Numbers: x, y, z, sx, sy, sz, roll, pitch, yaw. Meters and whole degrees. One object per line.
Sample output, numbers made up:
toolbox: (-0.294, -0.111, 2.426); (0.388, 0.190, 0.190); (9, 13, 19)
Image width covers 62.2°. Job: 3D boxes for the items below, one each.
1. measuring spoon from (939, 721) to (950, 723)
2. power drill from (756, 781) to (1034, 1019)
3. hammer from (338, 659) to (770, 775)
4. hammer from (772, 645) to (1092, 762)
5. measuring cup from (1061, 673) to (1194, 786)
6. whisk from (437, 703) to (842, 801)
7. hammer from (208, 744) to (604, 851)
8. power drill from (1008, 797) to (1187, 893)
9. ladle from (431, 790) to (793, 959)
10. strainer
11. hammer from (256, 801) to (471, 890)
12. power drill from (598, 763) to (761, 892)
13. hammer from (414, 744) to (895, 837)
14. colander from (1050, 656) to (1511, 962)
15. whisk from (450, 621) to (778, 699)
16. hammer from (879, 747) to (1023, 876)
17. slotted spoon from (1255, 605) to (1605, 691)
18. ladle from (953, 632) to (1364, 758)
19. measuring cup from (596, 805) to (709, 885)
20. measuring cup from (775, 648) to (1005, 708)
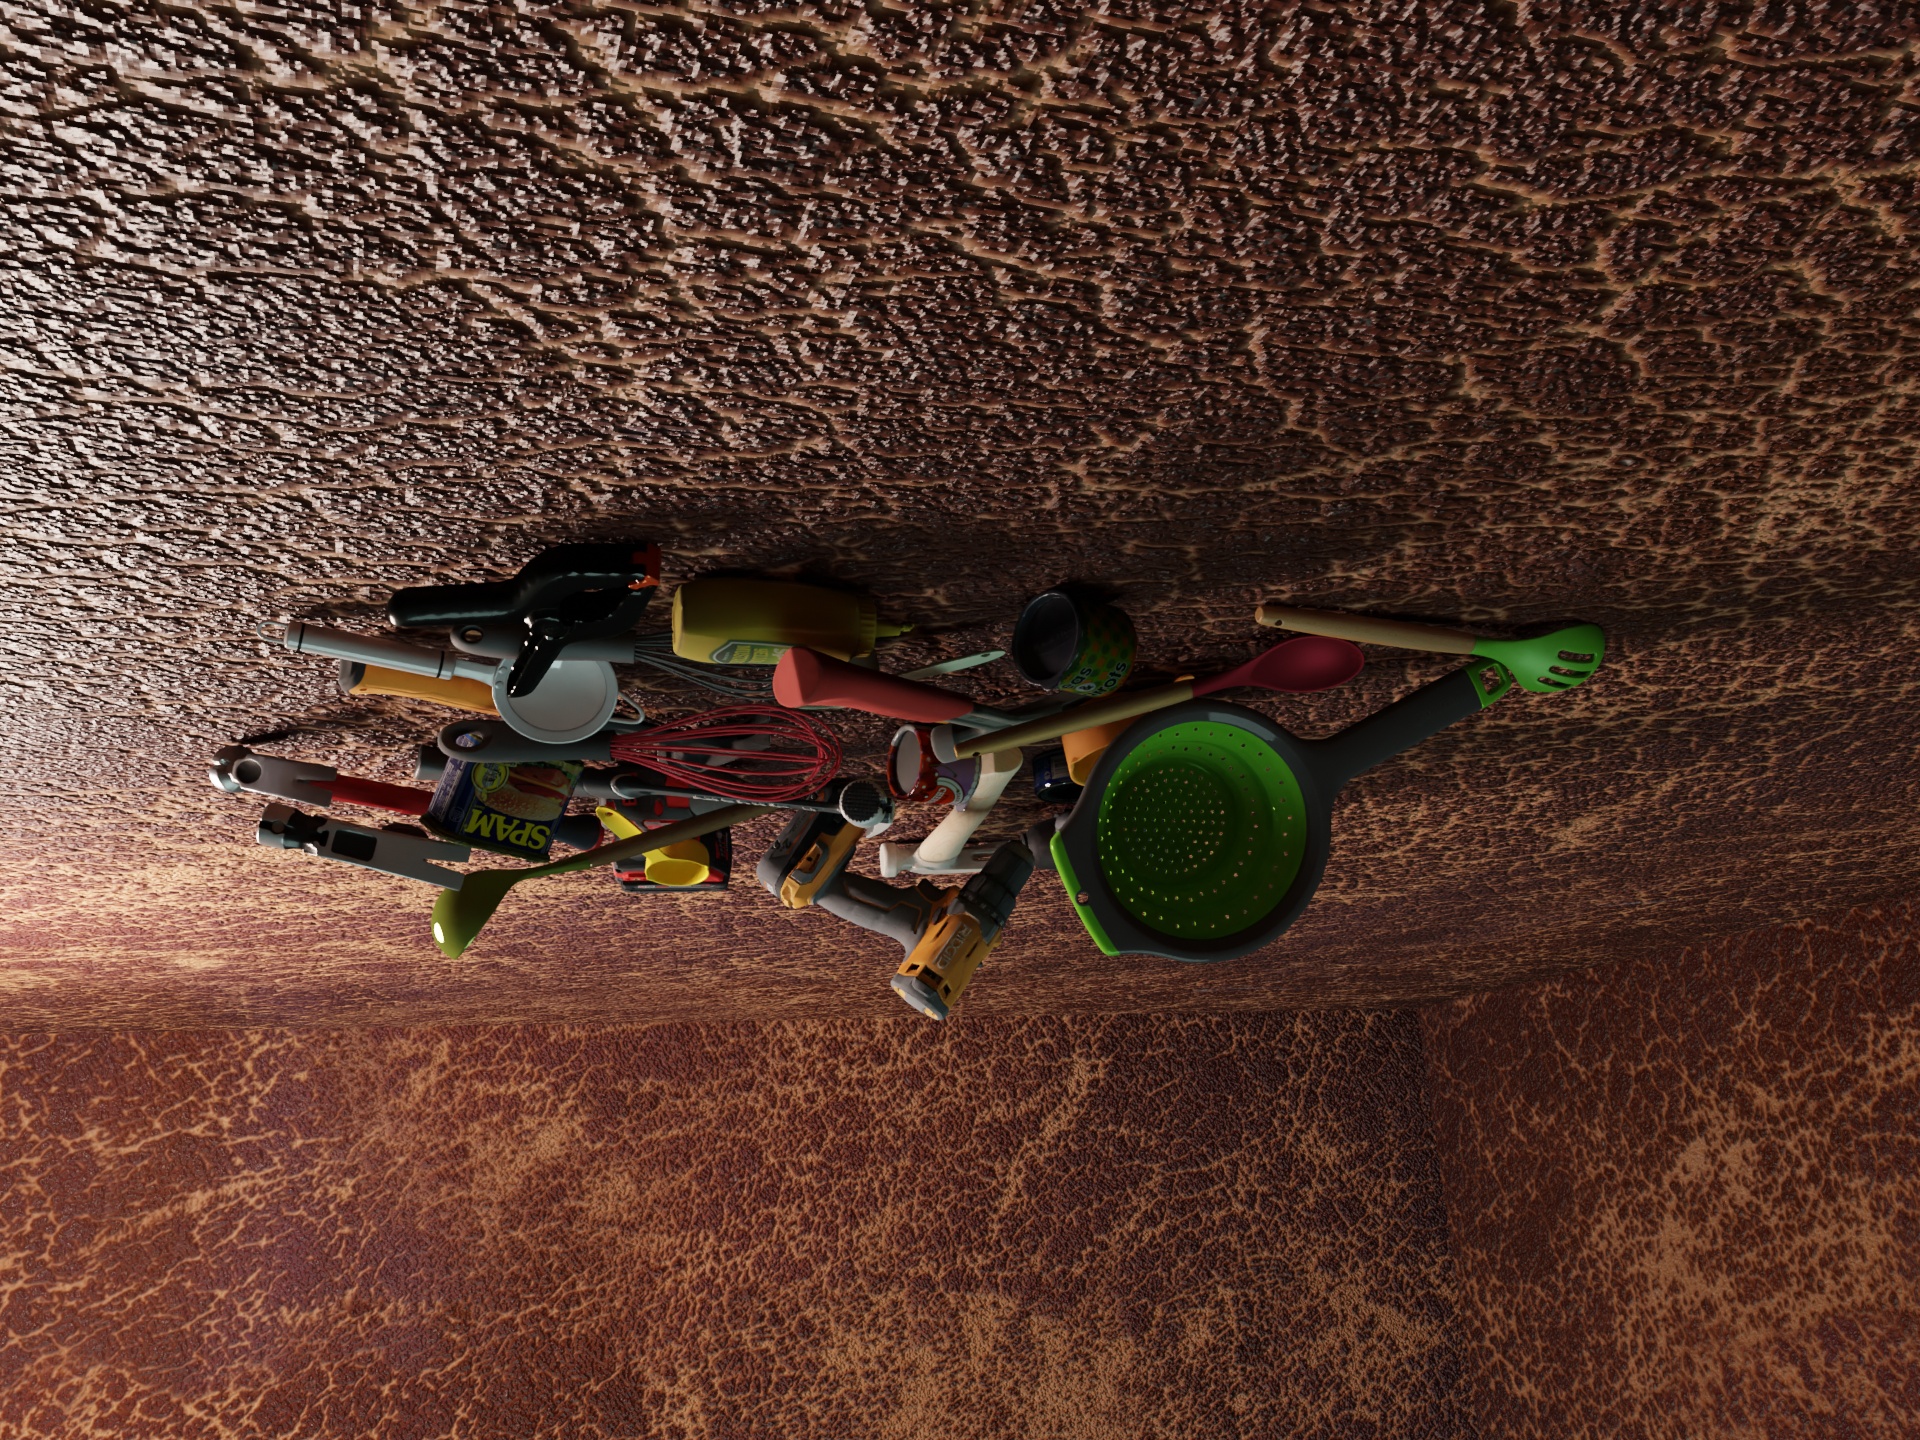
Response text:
measuring spoon: (-0.002, -0.004, 1.330); (0.116, 0.011, 0.021); (8, 160, -24)
power drill: (-0.056, 0.149, 1.516); (0.226, 0.185, 0.084); (34, 163, 9)
hammer: (-0.304, -0.009, 1.207); (0.127, 0.034, 0.336); (-18, 158, 40)
hammer: (-0.018, -0.015, 1.135); (0.149, 0.037, 0.359); (-18, 168, 21)
measuring cup: (0.141, -0.008, 1.285); (0.095, 0.052, 0.173); (-1, 149, -23)
whisk: (-0.234, 0.020, 1.157); (0.296, 0.073, 0.073); (2, 163, 2)
hammer: (-0.448, 0.078, 1.405); (0.143, 0.038, 0.386); (6, 173, 33)
power drill: (0.132, 0.121, 1.569); (0.164, 0.084, 0.226); (-8, 178, -2)
ladle: (-0.282, 0.120, 1.328); (0.320, 0.062, 0.078); (-17, 179, -26)
strainer: (-0.346, -0.039, 1.094); (0.258, 0.050, 0.086); (12, 116, -24)
hammer: (-0.472, 0.103, 1.320); (0.146, 0.035, 0.335); (15, 173, -11)
power drill: (-0.263, 0.097, 1.495); (0.143, 0.079, 0.219); (0, 159, -10)
hammer: (-0.253, 0.055, 1.307); (0.409, 0.036, 0.149); (6, 171, 6)
colander: (0.255, 0.047, 1.278); (0.397, 0.204, 0.094); (-27, -174, -7)
whisk: (-0.223, -0.047, 1.082); (0.239, 0.055, 0.055); (4, 162, -10)
hammer: (0.015, 0.096, 1.607); (0.146, 0.038, 0.410); (-2, 162, -11)
slotted spoon: (0.357, -0.058, 1.187); (0.313, 0.031, 0.070); (6, 132, -21)
ladle: (0.148, -0.016, 1.194); (0.315, 0.031, 0.069); (-15, 142, -3)
measuring cup: (-0.272, 0.101, 1.391); (0.062, 0.029, 0.156); (-13, 146, 17)
measuring cup: (-0.052, -0.046, 1.143); (0.167, 0.038, 0.083); (-12, 163, 5)
